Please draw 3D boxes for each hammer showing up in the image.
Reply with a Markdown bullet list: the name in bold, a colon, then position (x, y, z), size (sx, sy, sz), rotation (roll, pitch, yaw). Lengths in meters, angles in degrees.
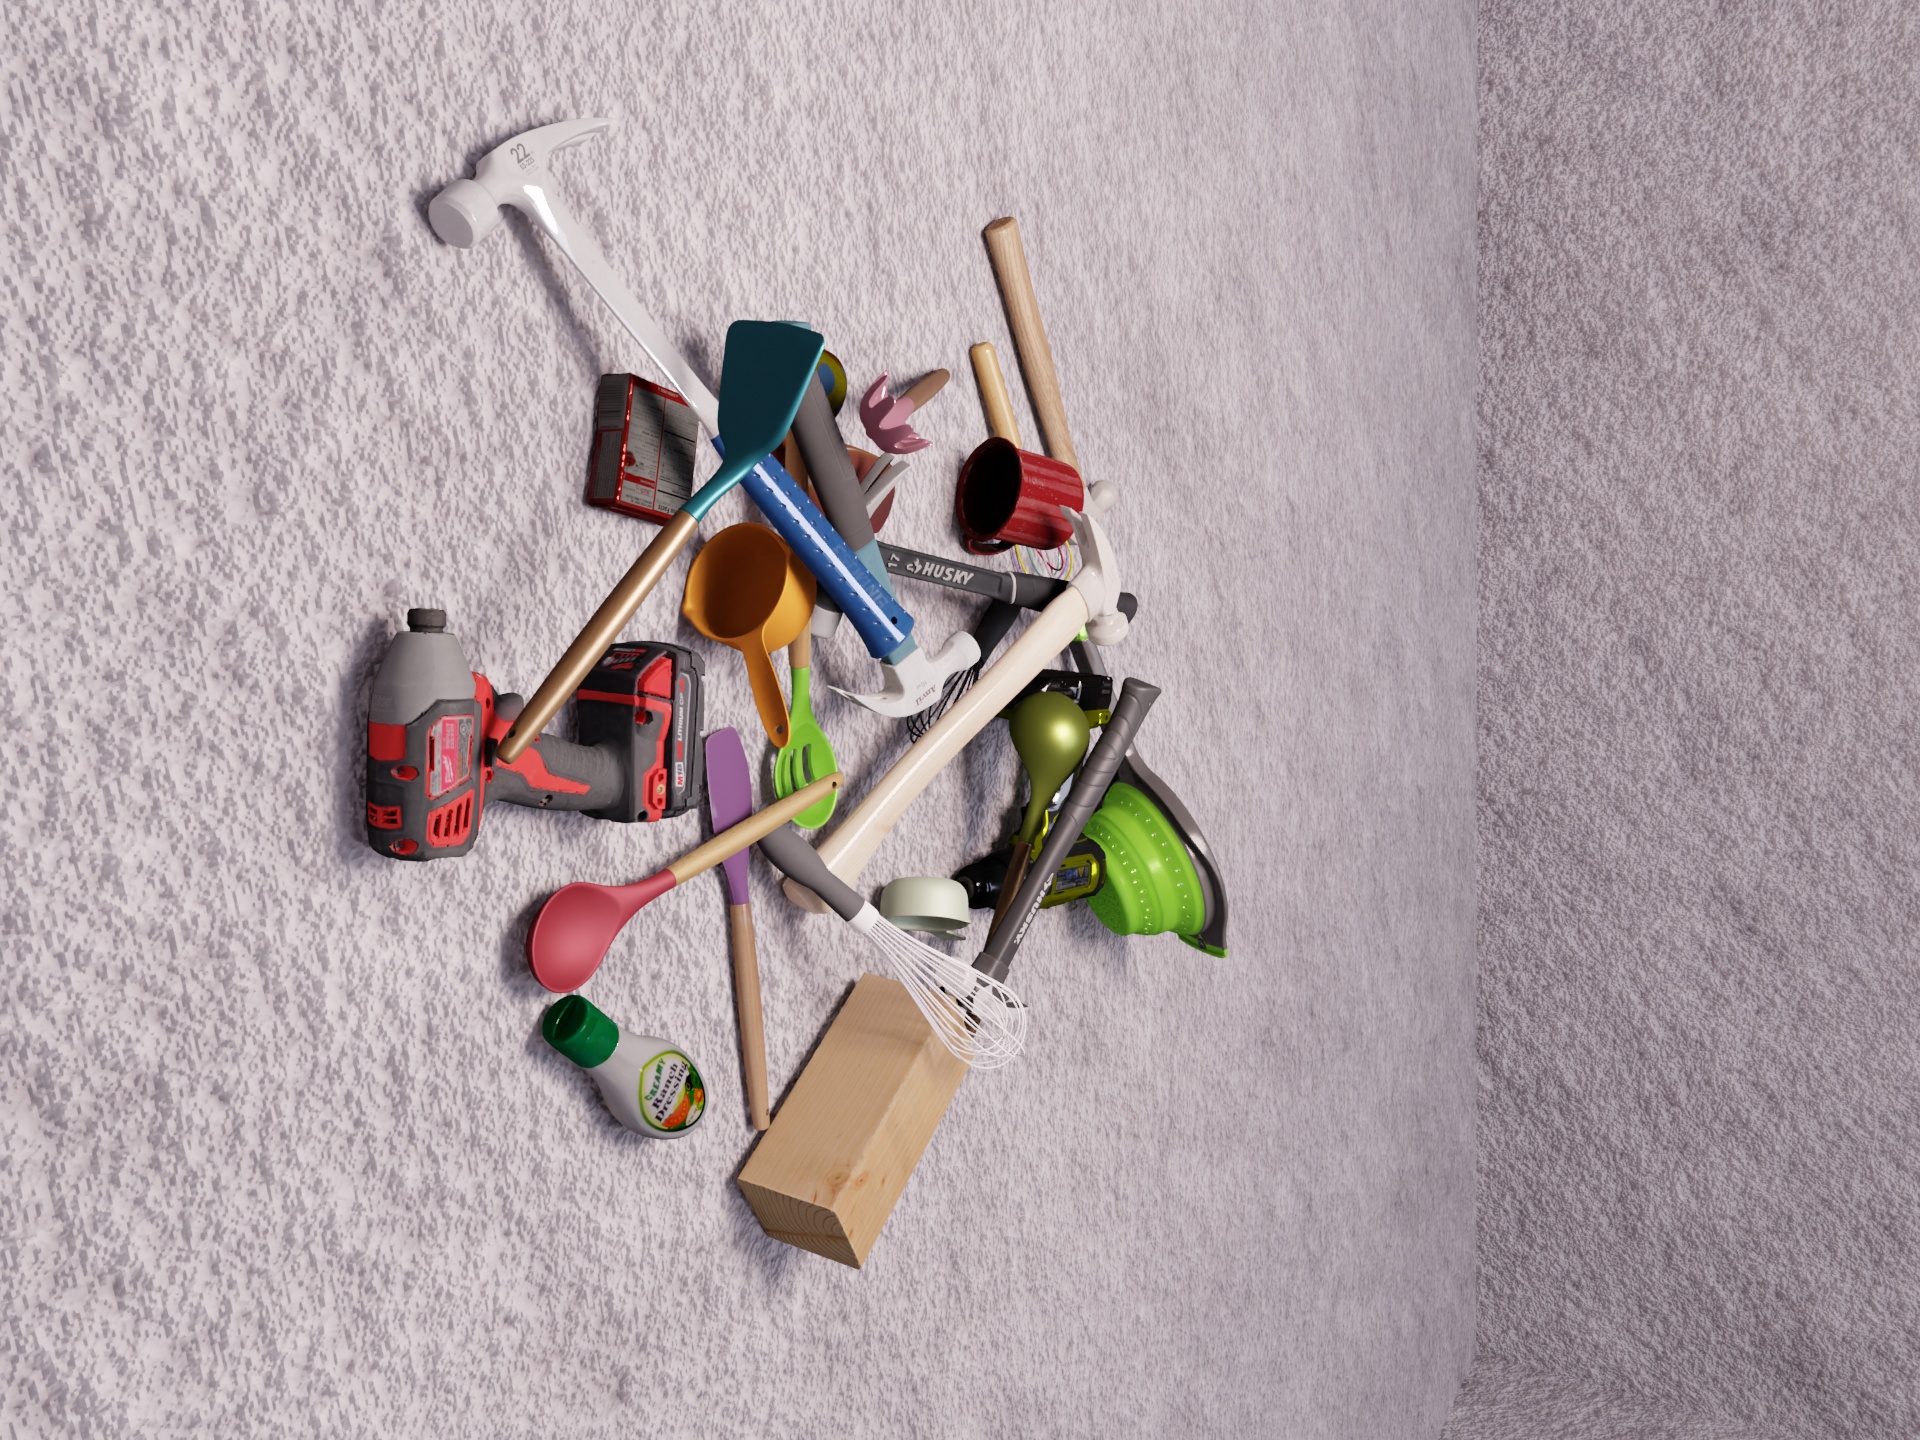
- **hammer**: position (-0.078, -0.142, 1.162), size (0.128, 0.033, 0.330), rotation (-41, 129, -28)
- **hammer**: position (-0.002, -0.004, 1.314), size (0.411, 0.038, 0.146), rotation (-47, 138, -24)
- **hammer**: position (-0.159, -0.204, 1.035), size (0.405, 0.035, 0.144), rotation (51, 48, -26)
- **hammer**: position (0.089, 0.108, 1.391), size (0.335, 0.035, 0.146), rotation (-60, 151, -12)
- **hammer**: position (0.030, -0.121, 1.356), size (0.408, 0.036, 0.149), rotation (6, 112, -51)
- **hammer**: position (0.080, -0.314, 1.516), size (0.130, 0.031, 0.331), rotation (-54, 136, -41)

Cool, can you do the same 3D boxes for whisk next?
- **whisk**: position (0.012, -0.052, 1.429), size (0.239, 0.055, 0.055), rotation (-59, 140, -43)
- **whisk**: position (0.057, -0.234, 1.475), size (0.051, 0.047, 0.244), rotation (-36, 121, -31)
- **whisk**: position (-0.054, 0.172, 1.230), size (0.284, 0.070, 0.070), rotation (43, 52, -15)

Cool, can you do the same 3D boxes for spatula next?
- **spatula**: position (-0.184, -0.109, 0.948), size (0.317, 0.082, 0.044), rotation (-58, 144, -20)
- **spatula**: position (-0.162, 0.160, 1.195), size (0.060, 0.018, 0.316), rotation (-30, 119, -65)

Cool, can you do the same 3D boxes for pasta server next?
- **pasta server**: position (-0.032, -0.251, 1.231), size (0.060, 0.040, 0.316), rotation (57, 18, -12)

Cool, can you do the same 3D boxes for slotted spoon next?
- **slotted spoon**: position (-0.120, -0.066, 1.191), size (0.070, 0.031, 0.313), rotation (-25, 123, -49)

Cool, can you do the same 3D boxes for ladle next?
- **ladle**: position (0.046, 0.130, 1.428), size (0.078, 0.062, 0.320), rotation (13, 97, -24)
- **ladle**: position (-0.185, 0.099, 1.116), size (0.315, 0.031, 0.069), rotation (-31, 120, -47)

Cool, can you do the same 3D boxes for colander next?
- **colander**: position (0.148, 0.080, 1.615), size (0.094, 0.204, 0.397), rotation (-26, 103, -17)

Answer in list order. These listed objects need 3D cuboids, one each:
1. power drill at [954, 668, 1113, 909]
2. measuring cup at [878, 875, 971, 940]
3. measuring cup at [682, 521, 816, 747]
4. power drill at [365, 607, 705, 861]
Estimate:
- **power drill**: position (0.069, 0.069, 1.504), size (0.190, 0.080, 0.228), rotation (-3, 99, -49)
- **measuring cup**: position (-0.020, 0.167, 1.395), size (0.167, 0.083, 0.038), rotation (47, 42, -69)
- **measuring cup**: position (-0.133, -0.054, 1.110), size (0.052, 0.095, 0.174), rotation (25, 42, -59)
- **power drill**: position (-0.259, 0.004, 0.968), size (0.219, 0.078, 0.143), rotation (-5, 98, -55)
